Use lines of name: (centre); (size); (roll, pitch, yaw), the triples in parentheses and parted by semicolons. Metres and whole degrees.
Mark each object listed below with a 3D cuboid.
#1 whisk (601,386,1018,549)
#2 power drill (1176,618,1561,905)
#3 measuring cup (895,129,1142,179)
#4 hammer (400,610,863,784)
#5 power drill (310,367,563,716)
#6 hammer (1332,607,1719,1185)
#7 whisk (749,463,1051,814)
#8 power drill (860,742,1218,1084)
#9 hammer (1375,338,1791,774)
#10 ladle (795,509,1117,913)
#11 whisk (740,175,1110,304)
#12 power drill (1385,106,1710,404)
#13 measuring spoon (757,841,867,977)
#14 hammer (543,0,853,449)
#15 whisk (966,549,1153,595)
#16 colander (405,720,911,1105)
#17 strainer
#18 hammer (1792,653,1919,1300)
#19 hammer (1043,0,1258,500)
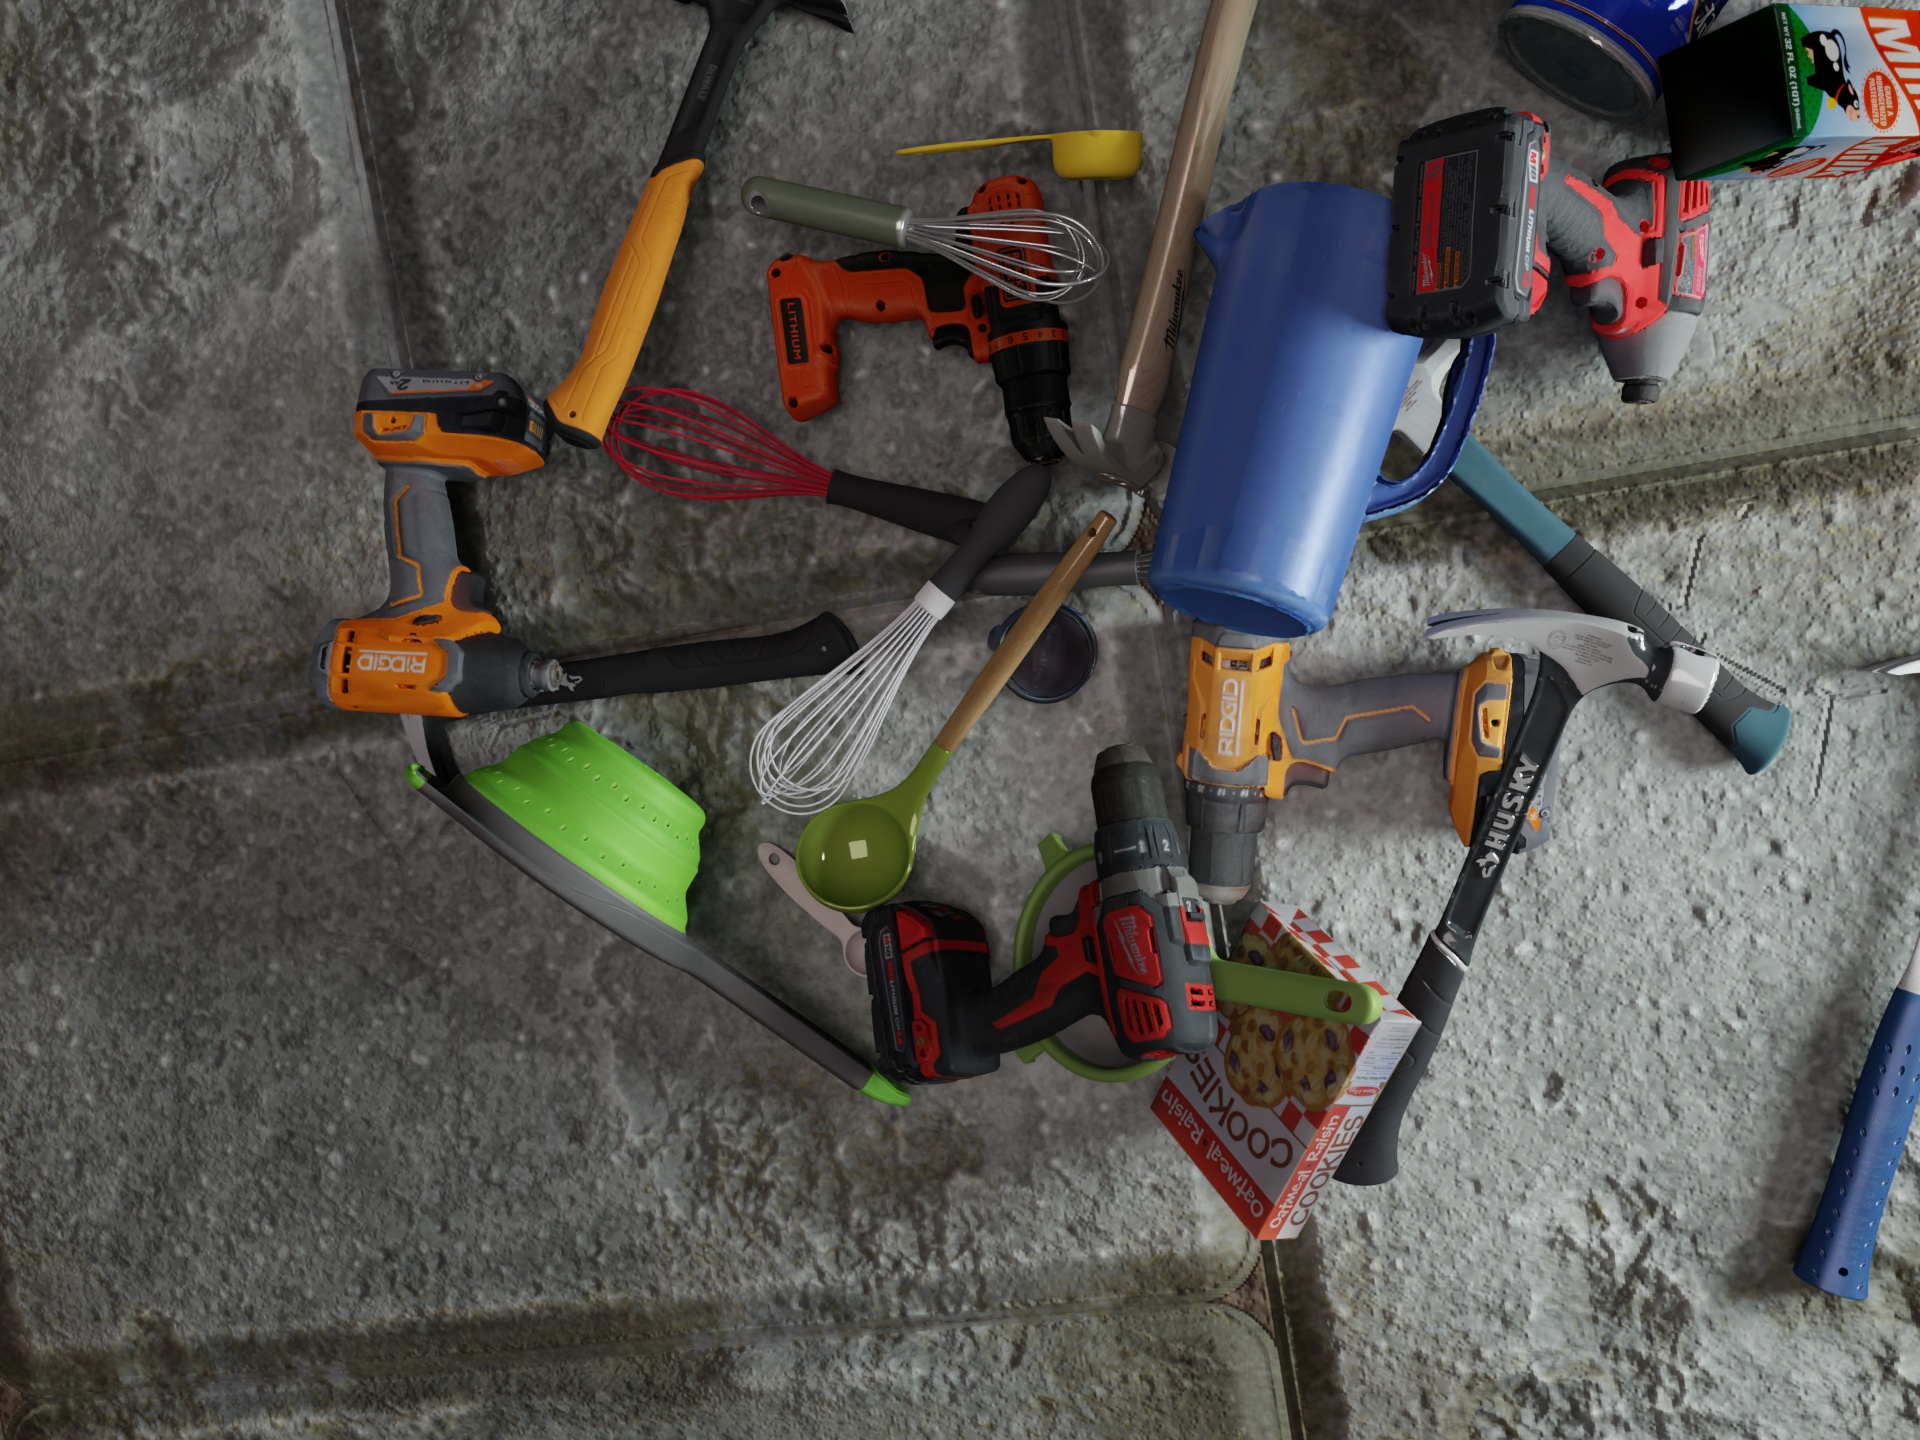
whisk: (-0.104, -0.160, 1.051); (0.296, 0.073, 0.073); (16, 97, 3)
power drill: (0.248, 0.033, 0.994); (0.226, 0.084, 0.185); (6, 98, 14)
measuring cup: (0.037, -0.354, 1.007); (0.156, 0.062, 0.029); (-2, 106, 7)
hammer: (-0.231, -0.026, 1.097); (0.335, 0.035, 0.146); (-6, 93, 10)
power drill: (-0.336, -0.114, 1.065); (0.164, 0.084, 0.226); (4, 83, 9)
hammer: (0.293, 0.120, 0.948); (0.149, 0.036, 0.408); (19, 117, 11)
whisk: (-0.037, -0.053, 1.027); (0.070, 0.070, 0.284); (41, 96, 5)
power drill: (0.048, 0.128, 0.990); (0.227, 0.080, 0.188); (-20, 70, 34)
hammer: (0.381, -0.097, 0.981); (0.331, 0.033, 0.128); (45, 100, 4)
ladle: (-0.002, -0.003, 1.020); (0.078, 0.062, 0.320); (43, 111, 19)
whisk: (-0.025, -0.302, 0.980); (0.246, 0.059, 0.057); (17, 141, 16)
power drill: (0.344, -0.259, 0.901); (0.079, 0.219, 0.143); (10, 99, 55)
measuring spoon: (-0.093, 0.127, 1.097); (0.124, 0.018, 0.034); (43, 101, 11)
hammer: (-0.183, -0.332, 1.028); (0.127, 0.034, 0.337); (19, 85, 8)
whisk: (0.112, -0.098, 1.024); (0.239, 0.055, 0.055); (-2, 94, 14)
colander: (-0.171, 0.115, 1.051); (0.397, 0.204, 0.094); (38, 81, -13)
strainer: (0.151, 0.157, 0.989); (0.256, 0.069, 0.151); (3, 85, 40)
hammer: (0.578, 0.153, 0.964); (0.144, 0.035, 0.405); (14, 97, 9)
hammer: (0.139, -0.347, 0.962); (0.038, 0.146, 0.410); (15, 92, 29)
